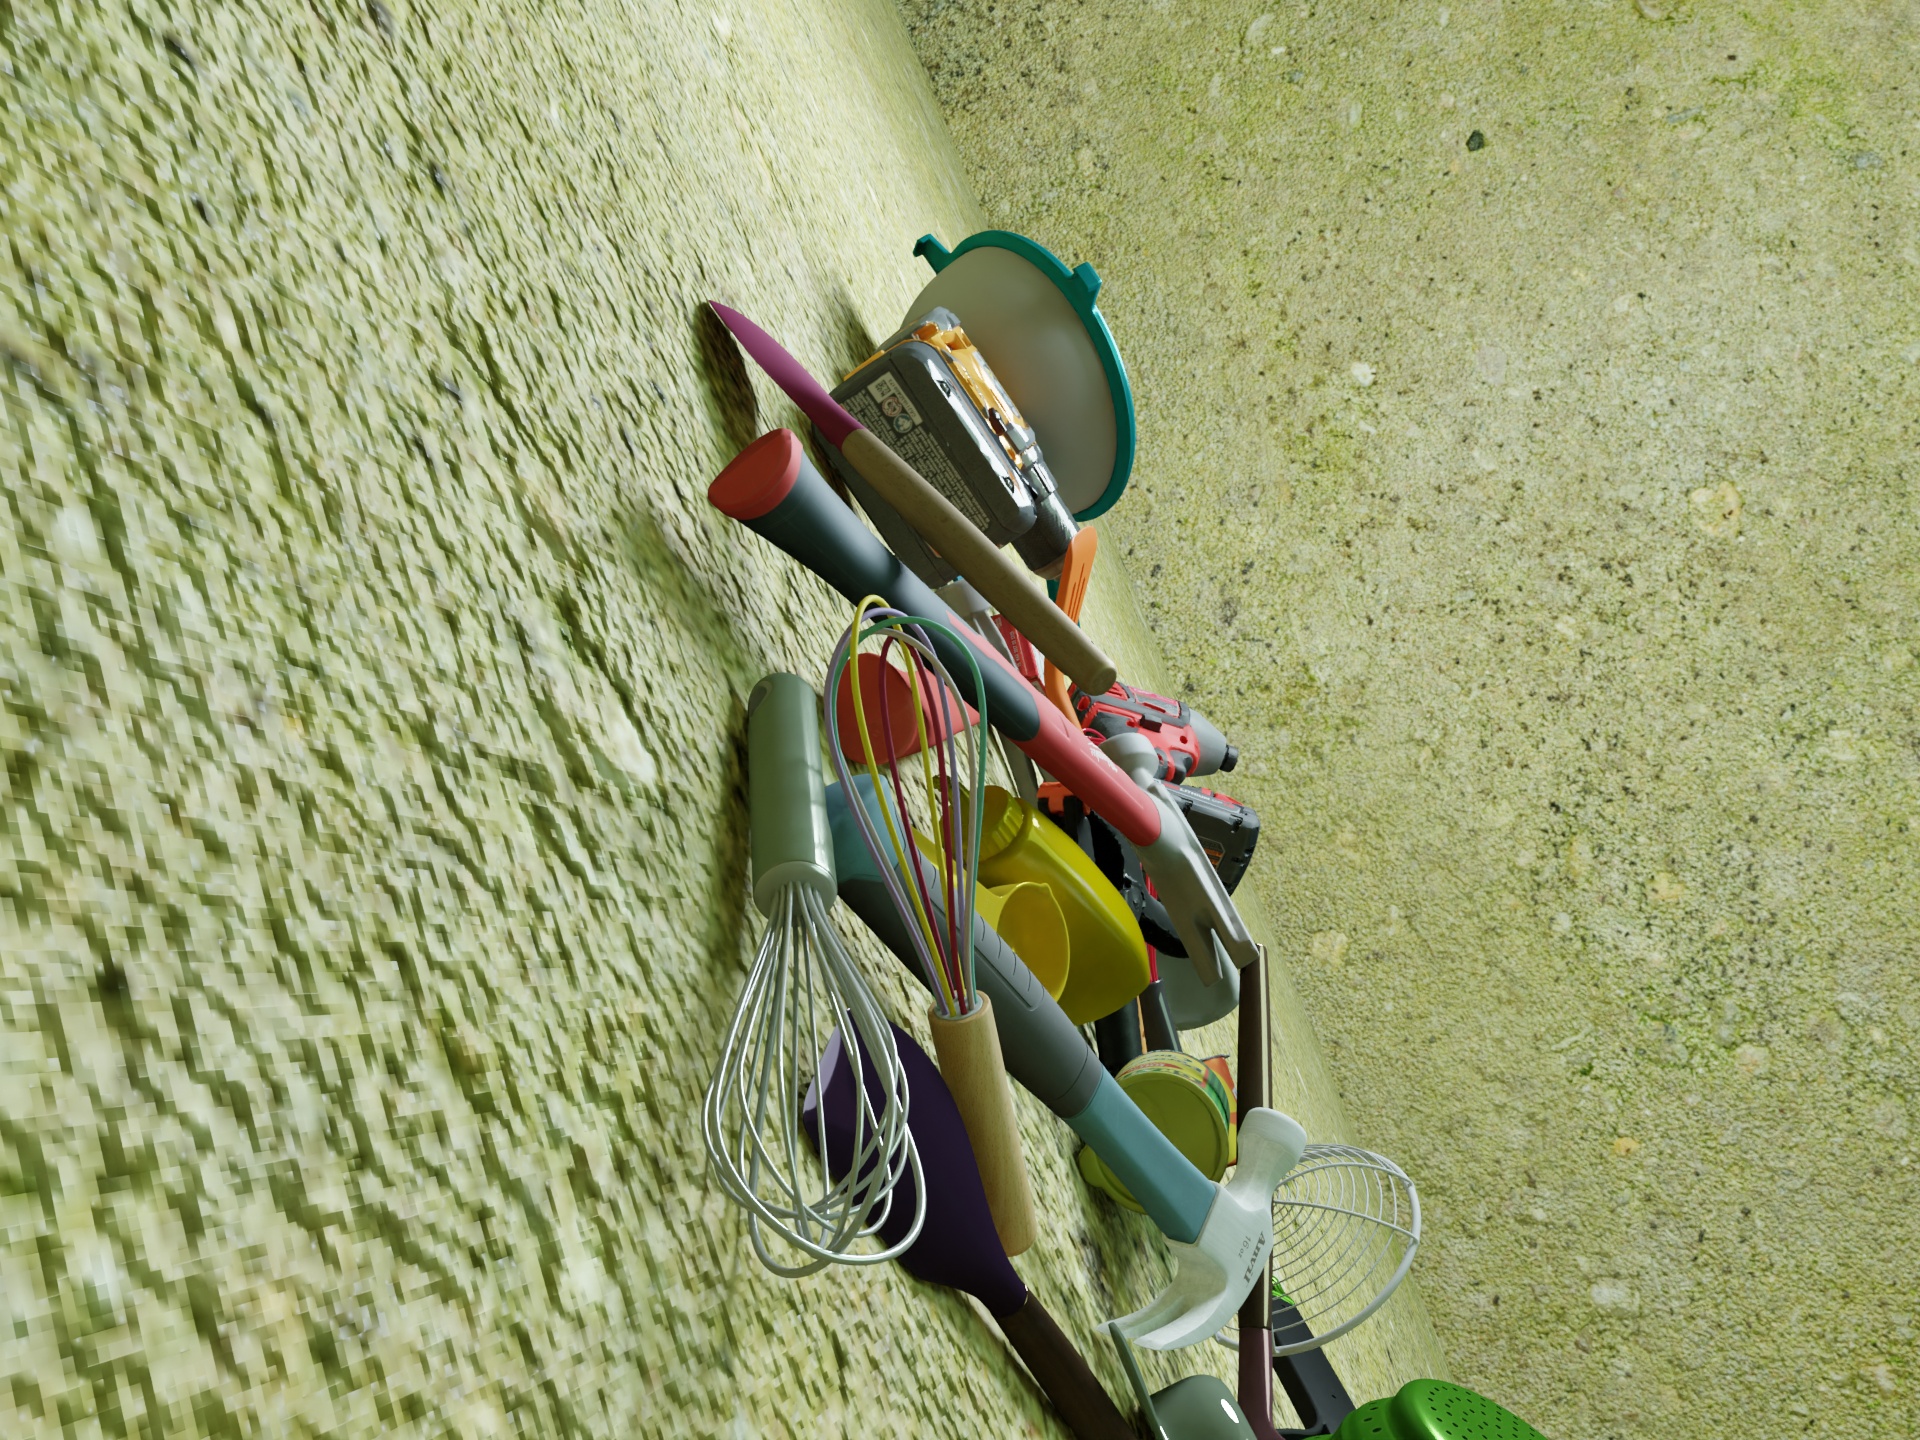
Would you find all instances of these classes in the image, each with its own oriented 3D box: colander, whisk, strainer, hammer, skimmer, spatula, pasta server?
[{"bbox_3d":[0.228,0.366,0.829,0.204,0.094,0.397,26,7,-11],"label":"colander"},{"bbox_3d":[0.110,0.146,1.000,0.073,0.073,0.296,6,69,-78],"label":"whisk"},{"bbox_3d":[0.028,-0.165,1.122,0.211,0.095,0.340,29,-40,48],"label":"strainer"},{"bbox_3d":[-0.001,-0.003,0.811,0.359,0.036,0.149,-26,93,-80],"label":"hammer"},{"bbox_3d":[0.190,0.308,0.920,0.090,0.127,0.363,50,-6,22],"label":"skimmer"},{"bbox_3d":[0.085,0.048,0.945,0.081,0.041,0.322,-35,115,-72],"label":"spatula"},{"bbox_3d":[-0.046,0.055,0.459,0.059,0.057,0.247,24,26,-22],"label":"whisk"},{"bbox_3d":[-0.003,0.074,0.525,0.047,0.051,0.244,-127,-156,-66],"label":"whisk"},{"bbox_3d":[0.039,0.134,0.621,0.330,0.033,0.128,51,55,-33],"label":"hammer"},{"bbox_3d":[0.143,0.256,0.739,0.040,0.060,0.316,20,58,-24],"label":"pasta server"},{"bbox_3d":[0.025,0.002,0.679,0.385,0.038,0.143,39,21,-52],"label":"hammer"},{"bbox_3d":[0.027,0.211,0.548,0.315,0.018,0.060,61,35,-32],"label":"spatula"}]

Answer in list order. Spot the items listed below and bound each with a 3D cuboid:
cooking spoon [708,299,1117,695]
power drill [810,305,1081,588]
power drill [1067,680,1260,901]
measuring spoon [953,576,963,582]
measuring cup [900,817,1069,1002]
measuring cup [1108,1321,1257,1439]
[{"bbox_3d":[-0.030,-0.100,0.643,0.319,0.017,0.068,49,3,43],"label":"cooking spoon"},{"bbox_3d":[0.006,-0.144,0.924,0.185,0.084,0.226,55,17,-11],"label":"power drill"},{"bbox_3d":[0.146,0.044,1.161,0.220,0.143,0.078,-88,-162,-65],"label":"power drill"},{"bbox_3d":[-0.017,-0.111,1.020,0.042,0.021,0.128,-90,164,-54],"label":"measuring spoon"},{"bbox_3d":[-0.008,0.074,0.658,0.156,0.029,0.062,41,51,-38],"label":"measuring cup"},{"bbox_3d":[0.094,0.274,0.623,0.083,0.038,0.167,58,-7,52],"label":"measuring cup"}]
